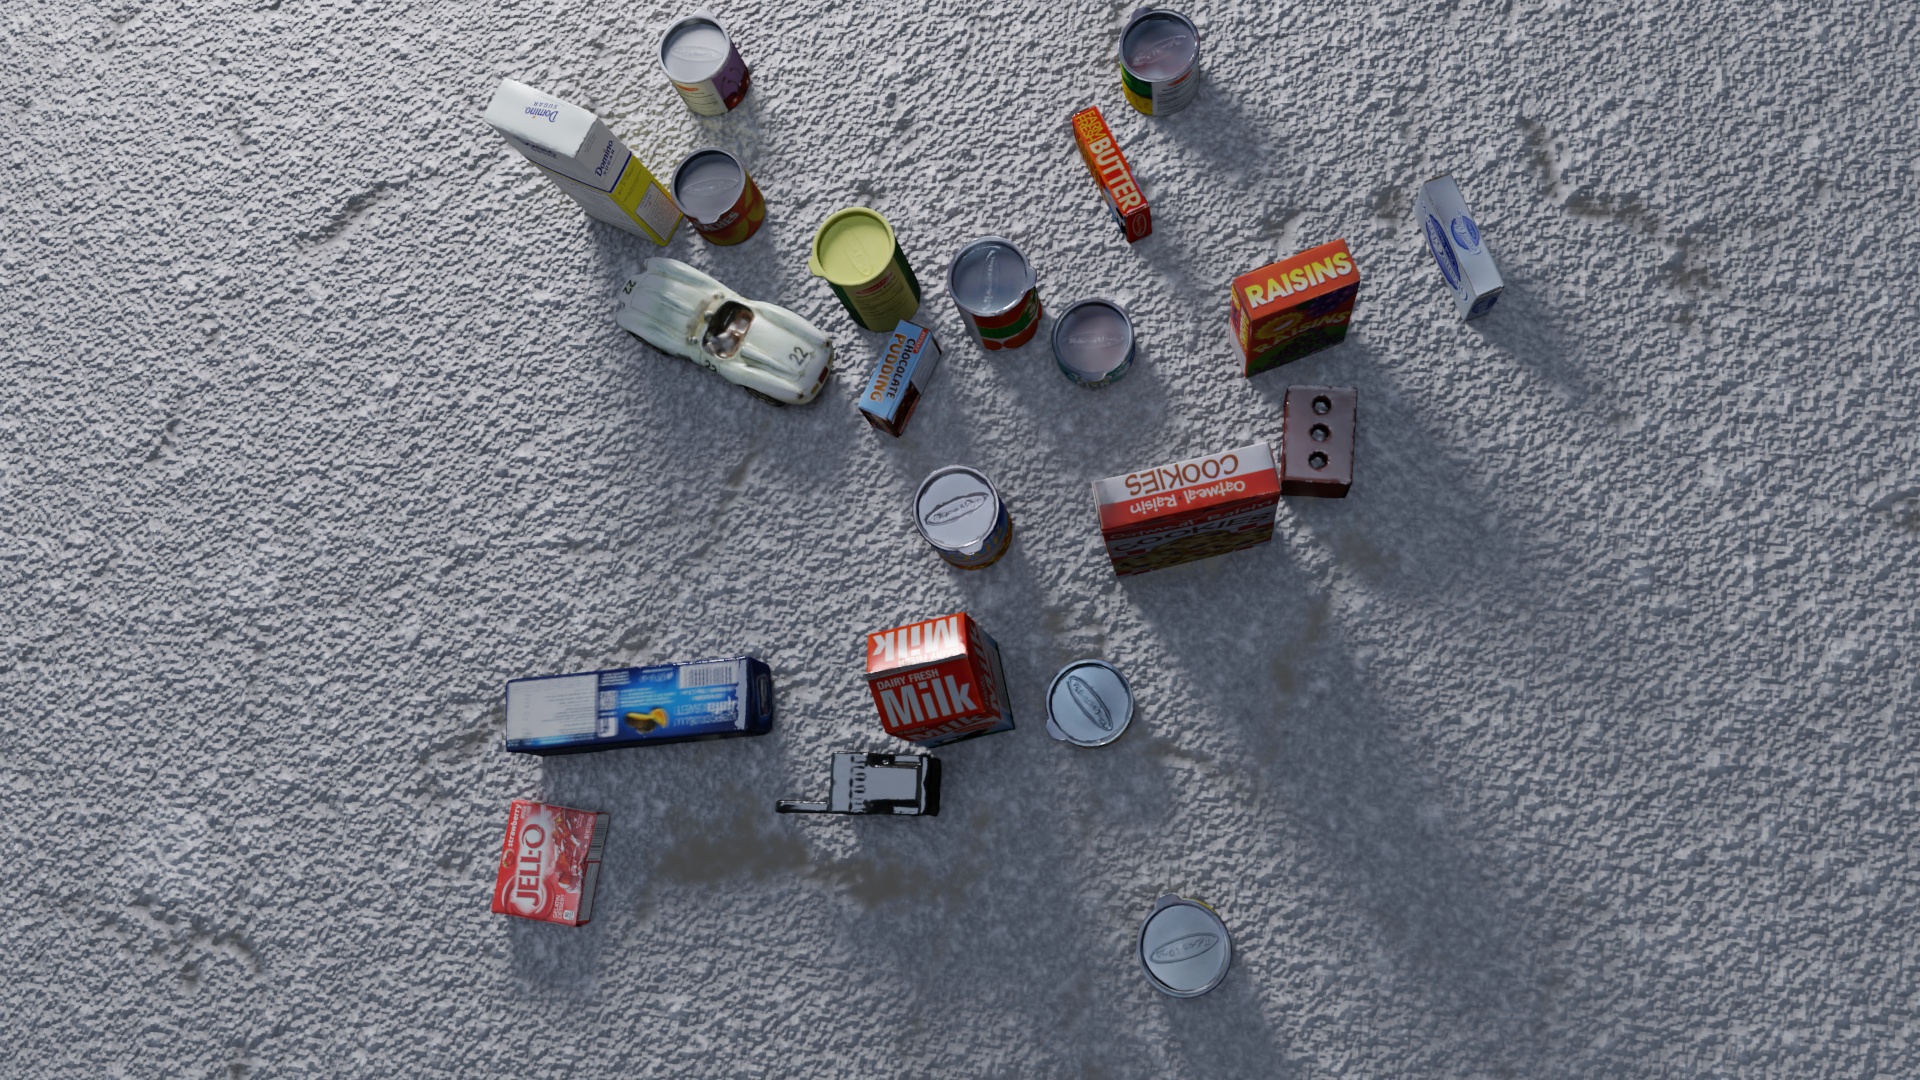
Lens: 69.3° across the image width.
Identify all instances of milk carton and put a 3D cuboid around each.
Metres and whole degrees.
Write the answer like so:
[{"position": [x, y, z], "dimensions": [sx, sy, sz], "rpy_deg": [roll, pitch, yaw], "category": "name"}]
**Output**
[{"position": [-0.015, 0.101, 0.994], "dimensions": [0.072, 0.190, 0.073], "rpy_deg": [-14, 76, 7], "category": "milk carton"}]

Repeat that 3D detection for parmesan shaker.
[{"position": [-0.077, -0.216, 1.124], "dimensions": [0.071, 0.103, 0.071], "rpy_deg": [-2, 77, 9], "category": "parmesan shaker"}]

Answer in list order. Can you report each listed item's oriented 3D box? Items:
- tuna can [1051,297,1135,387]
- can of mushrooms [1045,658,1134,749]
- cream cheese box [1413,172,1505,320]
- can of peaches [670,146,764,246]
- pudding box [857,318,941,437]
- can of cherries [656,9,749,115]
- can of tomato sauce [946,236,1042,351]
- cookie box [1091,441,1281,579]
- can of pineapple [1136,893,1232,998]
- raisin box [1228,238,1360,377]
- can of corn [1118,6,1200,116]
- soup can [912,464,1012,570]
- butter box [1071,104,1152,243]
[{"position": [0.107, -0.156, 1.116], "dimensions": [0.071, 0.033, 0.071], "rpy_deg": [-2, 77, 9], "category": "tuna can"}, {"position": [0.097, 0.125, 1.051], "dimensions": [0.071, 0.033, 0.071], "rpy_deg": [-2, 77, 9], "category": "can of mushrooms"}, {"position": [0.385, -0.226, 1.074], "dimensions": [0.024, 0.053, 0.104], "rpy_deg": [-20, 75, 5], "category": "cream cheese box"}, {"position": [-0.207, -0.291, 1.187], "dimensions": [0.071, 0.058, 0.071], "rpy_deg": [-2, 77, 9], "category": "can of peaches"}, {"position": [-0.049, -0.131, 1.127], "dimensions": [0.030, 0.049, 0.084], "rpy_deg": [23, 82, 14], "category": "pudding box"}, {"position": [-0.223, -0.419, 1.220], "dimensions": [0.071, 0.058, 0.071], "rpy_deg": [-2, 77, 9], "category": "can of cherries"}, {"position": [0.031, -0.196, 1.112], "dimensions": [0.071, 0.083, 0.071], "rpy_deg": [-2, 77, 9], "category": "can of tomato sauce"}, {"position": [0.164, -0.017, 1.004], "dimensions": [0.123, 0.167, 0.040], "rpy_deg": [-13, 76, 7], "category": "cookie box"}, {"position": [0.160, 0.287, 0.990], "dimensions": [0.071, 0.057, 0.071], "rpy_deg": [-2, 77, 9], "category": "can of pineapple"}, {"position": [0.250, -0.174, 1.049], "dimensions": [0.086, 0.123, 0.040], "rpy_deg": [-20, 75, 5], "category": "raisin box"}, {"position": [0.164, -0.396, 1.149], "dimensions": [0.071, 0.058, 0.071], "rpy_deg": [-2, 77, 9], "category": "can of corn"}, {"position": [0.004, -0.013, 1.073], "dimensions": [0.071, 0.083, 0.071], "rpy_deg": [-2, 77, 9], "category": "soup can"}, {"position": [0.124, -0.299, 1.136], "dimensions": [0.024, 0.053, 0.103], "rpy_deg": [-25, 74, 3], "category": "butter box"}]
